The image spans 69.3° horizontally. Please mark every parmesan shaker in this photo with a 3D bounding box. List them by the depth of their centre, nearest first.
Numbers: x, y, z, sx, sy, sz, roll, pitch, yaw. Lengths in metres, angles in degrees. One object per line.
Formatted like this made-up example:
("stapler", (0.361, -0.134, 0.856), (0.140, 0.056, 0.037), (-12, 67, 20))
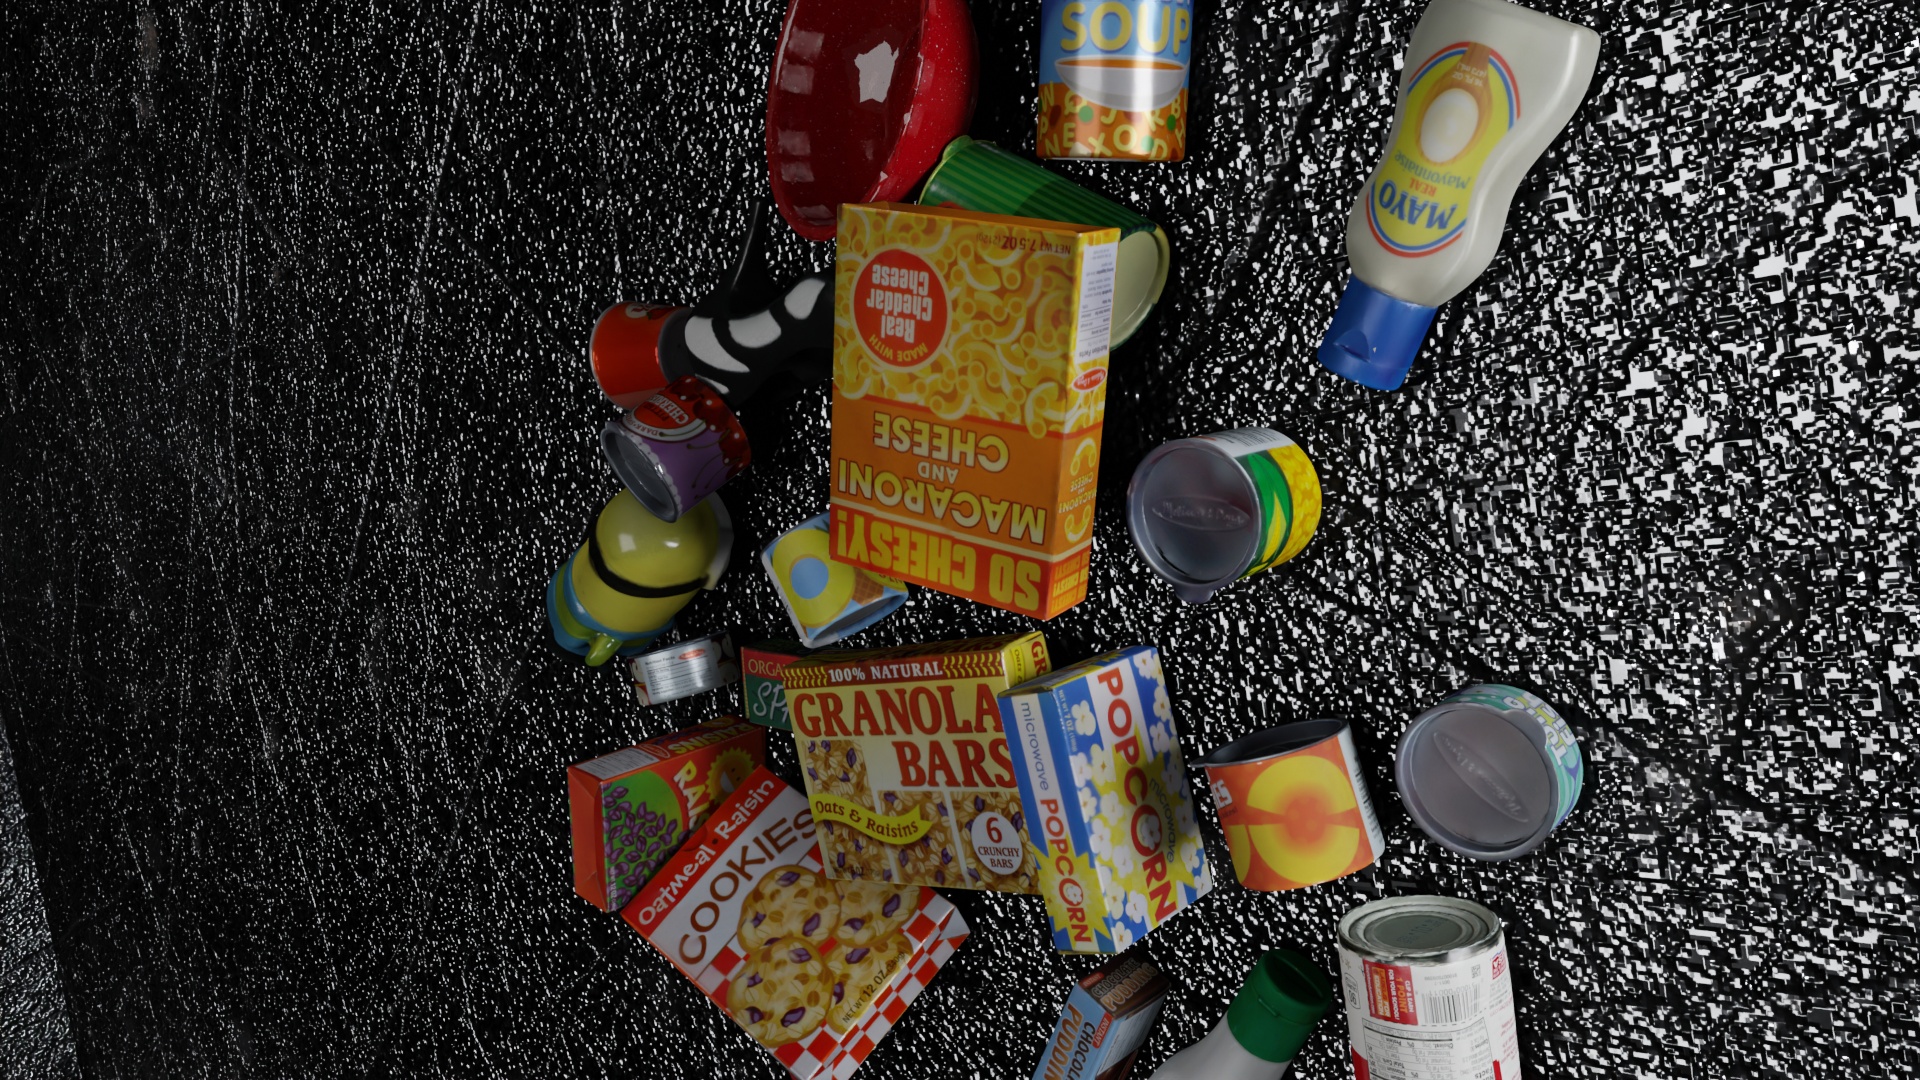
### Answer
("parmesan shaker", (0.037, -0.138, 0.644), (0.103, 0.071, 0.071), (35, 121, 31))

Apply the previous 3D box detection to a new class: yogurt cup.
("yogurt cup", (-0.184, -0.114, 0.850), (0.054, 0.072, 0.072), (2, 101, 33))

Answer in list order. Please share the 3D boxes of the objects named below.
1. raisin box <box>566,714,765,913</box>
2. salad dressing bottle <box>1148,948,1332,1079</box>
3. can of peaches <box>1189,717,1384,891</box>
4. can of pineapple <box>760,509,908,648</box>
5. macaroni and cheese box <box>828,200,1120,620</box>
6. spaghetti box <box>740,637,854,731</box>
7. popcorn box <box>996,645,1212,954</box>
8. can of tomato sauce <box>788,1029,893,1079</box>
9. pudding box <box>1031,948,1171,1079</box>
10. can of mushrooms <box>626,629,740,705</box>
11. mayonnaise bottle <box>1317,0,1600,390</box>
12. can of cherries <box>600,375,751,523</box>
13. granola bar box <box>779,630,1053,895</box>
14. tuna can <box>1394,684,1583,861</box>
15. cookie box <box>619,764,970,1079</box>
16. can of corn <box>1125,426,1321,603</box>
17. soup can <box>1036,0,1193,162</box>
("raisin box", (-0.179, 0.166, 0.865), (0.040, 0.124, 0.086), (11, 107, 41))
("salad dressing bottle", (0.130, 0.260, 0.669), (0.064, 0.044, 0.147), (40, 122, 30))
("can of peaches", (0.143, 0.115, 0.607), (0.071, 0.071, 0.058), (-18, 88, 42))
("can of pineapple", (-0.069, 0.019, 0.775), (0.070, 0.071, 0.058), (-38, 75, 40))
("macaroni and cheese box", (0.003, -0.061, 0.618), (0.124, 0.040, 0.165), (15, 112, 30))
("spaghetti box", (-0.033, 0.093, 0.784), (0.250, 0.029, 0.050), (4, 102, 41))
("popcorn box", (0.070, 0.121, 0.662), (0.038, 0.085, 0.126), (-13, 90, 42))
("can of tomato sauce", (-0.091, 0.280, 0.848), (0.071, 0.071, 0.083), (-42, 71, 39))
("pudding box", (0.071, 0.257, 0.715), (0.030, 0.050, 0.083), (36, 121, 32))
("can of mushrooms", (-0.175, 0.081, 0.884), (0.071, 0.071, 0.033), (-15, 91, 42))
("mayonnaise bottle", (0.183, -0.131, 0.536), (0.065, 0.041, 0.147), (34, 119, 29))
("can of cherries", (-0.164, -0.055, 0.800), (0.071, 0.058, 0.071), (37, 152, 24))
("granola bar box", (-0.016, 0.116, 0.727), (0.165, 0.039, 0.124), (-9, 95, 42))
("tuna can", (0.215, 0.091, 0.562), (0.071, 0.033, 0.071), (11, 106, 39))
("cookie box", (-0.099, 0.222, 0.809), (0.168, 0.123, 0.040), (28, 154, 34))
("can of corn", (0.116, -0.013, 0.610), (0.071, 0.058, 0.071), (10, 106, 39))
("soup can", (0.068, -0.208, 0.602), (0.071, 0.071, 0.083), (13, 108, 39))
